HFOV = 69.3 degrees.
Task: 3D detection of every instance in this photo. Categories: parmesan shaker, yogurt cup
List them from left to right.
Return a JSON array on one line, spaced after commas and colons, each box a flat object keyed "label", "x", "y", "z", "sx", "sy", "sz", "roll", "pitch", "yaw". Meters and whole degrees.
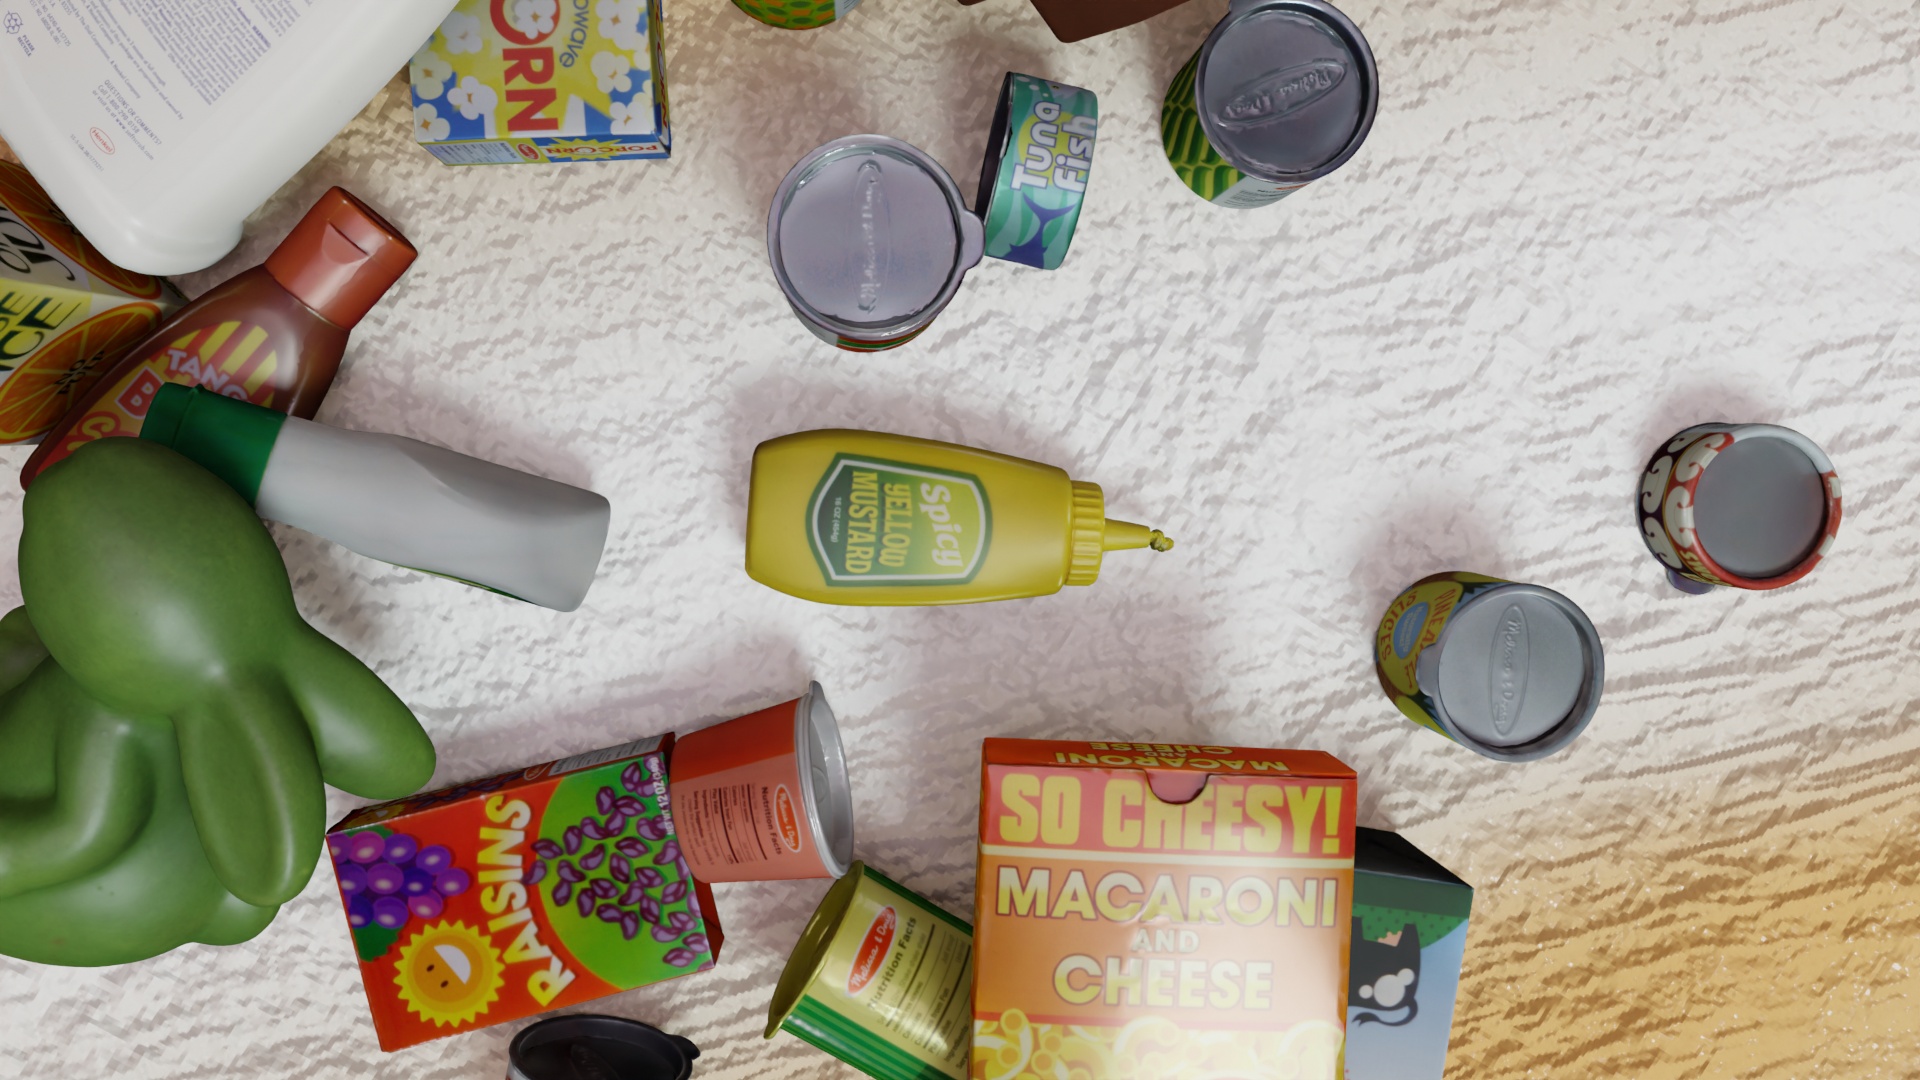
[{"label": "yogurt cup", "x": -0.072, "y": 0.094, "z": 0.510, "sx": 0.054, "sy": 0.072, "sz": 0.072, "roll": -11, "pitch": 95, "yaw": 5}, {"label": "parmesan shaker", "x": -0.012, "y": 0.176, "z": 0.516, "sx": 0.103, "sy": 0.071, "sz": 0.071, "roll": 32, "pitch": 91, "yaw": -6}]

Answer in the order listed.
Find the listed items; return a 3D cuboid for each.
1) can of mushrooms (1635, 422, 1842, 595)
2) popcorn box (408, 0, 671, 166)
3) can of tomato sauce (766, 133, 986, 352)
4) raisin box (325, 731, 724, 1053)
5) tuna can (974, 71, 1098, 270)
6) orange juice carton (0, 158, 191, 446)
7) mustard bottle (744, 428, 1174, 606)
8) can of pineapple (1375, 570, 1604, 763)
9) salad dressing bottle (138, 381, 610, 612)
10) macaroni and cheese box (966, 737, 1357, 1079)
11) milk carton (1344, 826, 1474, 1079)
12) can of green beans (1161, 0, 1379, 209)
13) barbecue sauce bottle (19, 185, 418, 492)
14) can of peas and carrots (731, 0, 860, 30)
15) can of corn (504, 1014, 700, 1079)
[{"label": "can of mushrooms", "x": 0.307, "y": -0.012, "z": 0.548, "sx": 0.071, "sy": 0.033, "sz": 0.071, "roll": 0, "pitch": 93, "yaw": -5}, {"label": "popcorn box", "x": -0.152, "y": -0.202, "z": 0.497, "sx": 0.085, "sy": 0.038, "sz": 0.126, "roll": -3, "pitch": 94, "yaw": -4}, {"label": "can of tomato sauce", "x": -0.031, "y": -0.102, "z": 0.490, "sx": 0.071, "sy": 0.083, "sz": 0.071, "roll": 0, "pitch": 94, "yaw": -5}, {"label": "raisin box", "x": -0.159, "y": 0.128, "z": 0.516, "sx": 0.123, "sy": 0.040, "sz": 0.086, "roll": -14, "pitch": 94, "yaw": -5}, {"label": "tuna can", "x": 0.026, "y": -0.133, "z": 0.500, "sx": 0.033, "sy": 0.071, "sz": 0.071, "roll": 10, "pitch": 93, "yaw": -6}, {"label": "orange juice carton", "x": -0.322, "y": -0.076, "z": 0.414, "sx": 0.073, "sy": 0.193, "sz": 0.072, "roll": -45, "pitch": 97, "yaw": 1}, {"label": "mustard bottle", "x": 0.002, "y": -0.006, "z": 0.516, "sx": 0.160, "sy": 0.049, "sz": 0.065, "roll": 3, "pitch": 95, "yaw": -5}, {"label": "can of pineapple", "x": 0.198, "y": 0.046, "z": 0.530, "sx": 0.071, "sy": 0.058, "sz": 0.071, "roll": 0, "pitch": 93, "yaw": -5}, {"label": "salad dressing bottle", "x": -0.199, "y": -0.015, "z": 0.479, "sx": 0.148, "sy": 0.064, "sz": 0.044, "roll": 18, "pitch": 98, "yaw": -22}, {"label": "macaroni and cheese box", "x": 0.065, "y": 0.154, "z": 0.466, "sx": 0.124, "sy": 0.040, "sz": 0.166, "roll": 2, "pitch": 92, "yaw": -2}, {"label": "milk carton", "x": 0.131, "y": 0.208, "z": 0.528, "sx": 0.073, "sy": 0.072, "sz": 0.190, "roll": 9, "pitch": 93, "yaw": -5}, {"label": "can of green beans", "x": 0.112, "y": -0.159, "z": 0.511, "sx": 0.071, "sy": 0.058, "sz": 0.071, "roll": 0, "pitch": 94, "yaw": -4}, {"label": "barbecue sauce bottle", "x": -0.257, "y": -0.059, "z": 0.494, "sx": 0.065, "sy": 0.044, "sz": 0.148, "roll": 42, "pitch": 89, "yaw": -15}, {"label": "can of peas and carrots", "x": -0.063, "y": -0.223, "z": 0.493, "sx": 0.071, "sy": 0.059, "sz": 0.071, "roll": 0, "pitch": 93, "yaw": -4}, {"label": "can of corn", "x": -0.135, "y": 0.216, "z": 0.511, "sx": 0.071, "sy": 0.071, "sz": 0.058, "roll": 11, "pitch": 93, "yaw": -5}]
